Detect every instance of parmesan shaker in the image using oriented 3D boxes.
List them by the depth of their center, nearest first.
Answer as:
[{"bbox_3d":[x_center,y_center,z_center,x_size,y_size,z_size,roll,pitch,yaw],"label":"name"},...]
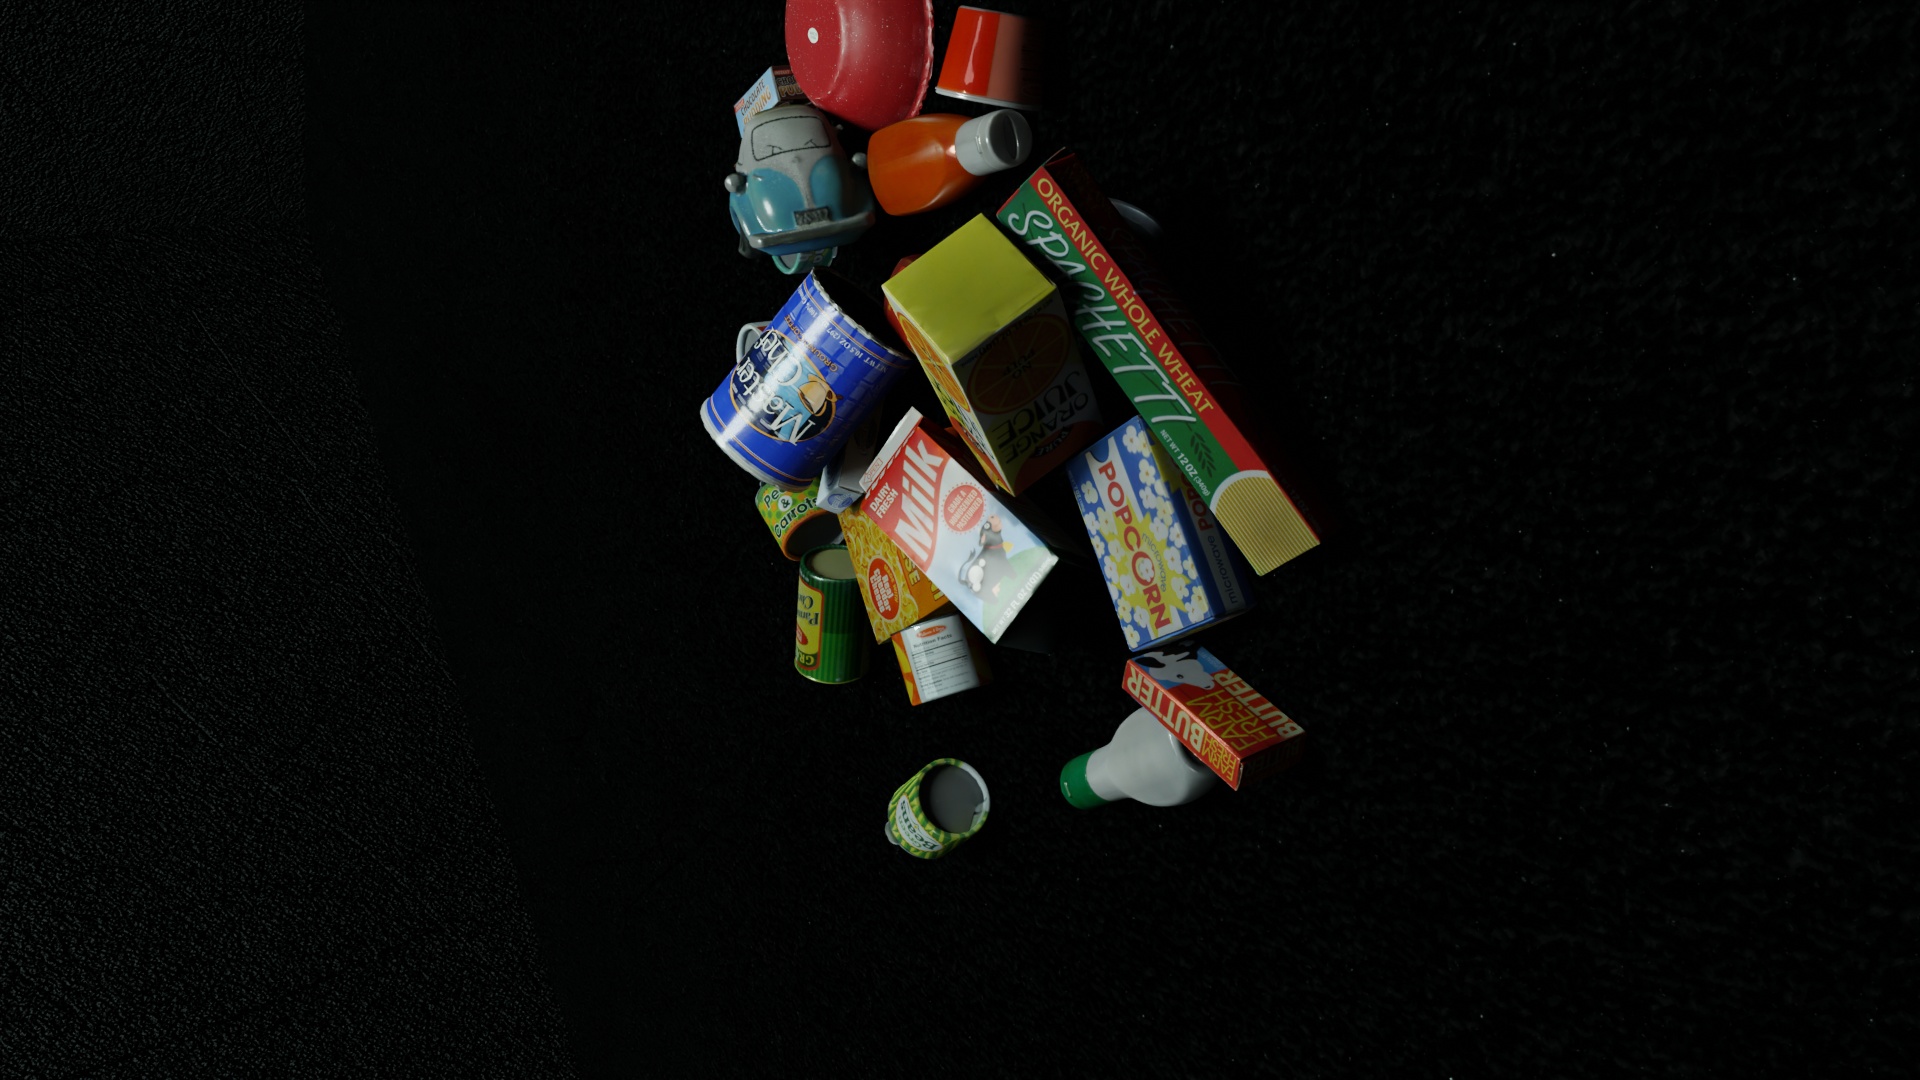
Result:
[{"bbox_3d":[-0.108,0.061,1.196,0.071,0.071,0.102,39,132,46],"label":"parmesan shaker"}]

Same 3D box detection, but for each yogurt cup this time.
[{"bbox_3d":[0.022,-0.297,0.856,0.072,0.072,0.053,34,121,49],"label":"yogurt cup"}]

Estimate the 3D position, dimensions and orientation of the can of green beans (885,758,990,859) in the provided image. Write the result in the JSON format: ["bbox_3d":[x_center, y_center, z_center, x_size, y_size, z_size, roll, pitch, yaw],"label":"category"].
[{"bbox_3d":[-0.017,0.213,1.101,0.057,0.071,0.071,-49,60,53],"label":"can of green beans"}]

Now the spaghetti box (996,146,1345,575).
[{"bbox_3d":[0.110,-0.095,0.744,0.250,0.029,0.050,54,141,2],"label":"spaghetti box"}]

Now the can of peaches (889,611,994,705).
[{"bbox_3d":[-0.013,0.089,1.053,0.071,0.071,0.058,-28,77,58],"label":"can of peaches"}]

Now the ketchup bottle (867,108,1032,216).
[{"bbox_3d":[-0.009,-0.259,0.937,0.149,0.044,0.064,8,114,57],"label":"ketchup bottle"}]

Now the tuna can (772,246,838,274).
[{"bbox_3d":[-0.131,-0.253,1.149,0.071,0.033,0.070,28,124,52],"label":"tuna can"}]

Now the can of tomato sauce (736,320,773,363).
[{"bbox_3d":[-0.132,-0.148,1.139,0.071,0.083,0.071,28,123,52],"label":"can of tomato sauce"}]

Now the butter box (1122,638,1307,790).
[{"bbox_3d":[0.146,0.098,0.807,0.104,0.053,0.024,43,137,43],"label":"butter box"}]

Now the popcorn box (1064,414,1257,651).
[{"bbox_3d":[0.118,-0.005,0.831,0.085,0.038,0.127,-34,72,58],"label":"popcorn box"}]

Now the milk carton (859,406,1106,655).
[{"bbox_3d":[0.003,-0.012,0.937,0.191,0.073,0.072,45,106,32],"label":"milk carton"}]

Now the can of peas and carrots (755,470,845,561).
[{"bbox_3d":[-0.137,-0.025,1.206,0.059,0.071,0.070,57,143,29],"label":"can of peas and carrots"}]

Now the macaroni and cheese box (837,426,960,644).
[{"bbox_3d":[-0.034,-0.001,1.076,0.166,0.040,0.124,-35,71,58],"label":"macaroni and cheese box"}]

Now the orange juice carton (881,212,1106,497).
[{"bbox_3d":[0.028,-0.094,0.819,0.073,0.072,0.192,51,176,31],"label":"orange juice carton"}]

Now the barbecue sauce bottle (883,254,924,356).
[{"bbox_3d":[0.001,-0.140,0.964,0.149,0.044,0.064,48,134,39],"label":"barbecue sauce bottle"}]

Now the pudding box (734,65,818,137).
[{"bbox_3d":[-0.142,-0.352,1.114,0.083,0.050,0.030,-12,93,60],"label":"pudding box"}]

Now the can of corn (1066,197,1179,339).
[{"bbox_3d":[0.084,-0.157,0.806,0.071,0.071,0.058,53,143,34],"label":"can of corn"}]

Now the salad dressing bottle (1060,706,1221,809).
[{"bbox_3d":[0.114,0.142,0.887,0.147,0.044,0.064,-37,71,58],"label":"salad dressing bottle"}]

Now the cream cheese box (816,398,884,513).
[{"bbox_3d":[-0.086,-0.077,1.106,0.053,0.024,0.104,-34,41,59],"label":"cream cheese box"}]
